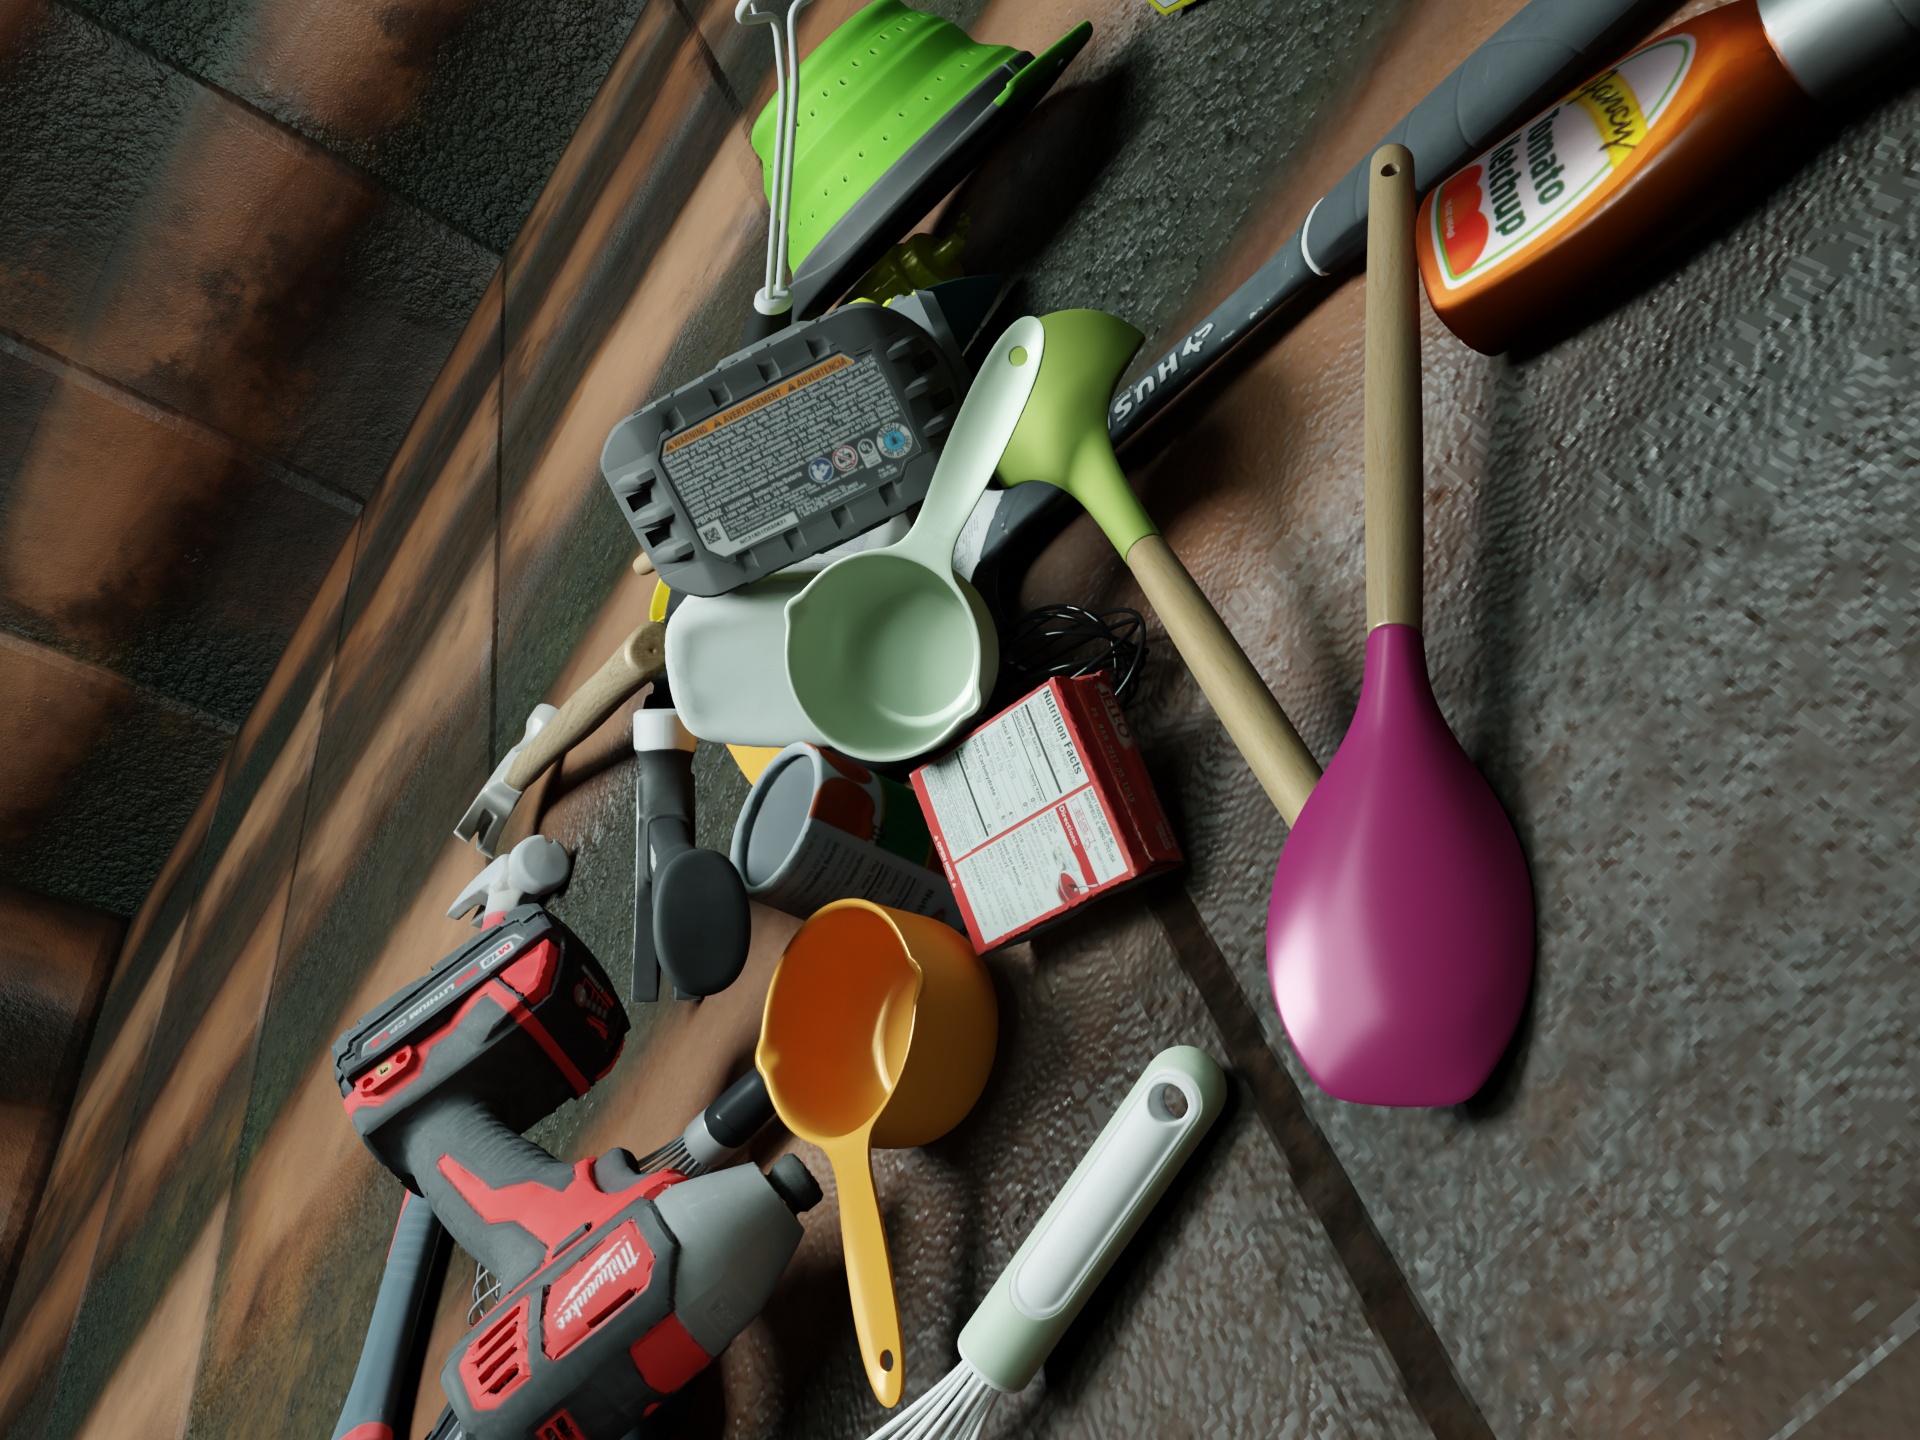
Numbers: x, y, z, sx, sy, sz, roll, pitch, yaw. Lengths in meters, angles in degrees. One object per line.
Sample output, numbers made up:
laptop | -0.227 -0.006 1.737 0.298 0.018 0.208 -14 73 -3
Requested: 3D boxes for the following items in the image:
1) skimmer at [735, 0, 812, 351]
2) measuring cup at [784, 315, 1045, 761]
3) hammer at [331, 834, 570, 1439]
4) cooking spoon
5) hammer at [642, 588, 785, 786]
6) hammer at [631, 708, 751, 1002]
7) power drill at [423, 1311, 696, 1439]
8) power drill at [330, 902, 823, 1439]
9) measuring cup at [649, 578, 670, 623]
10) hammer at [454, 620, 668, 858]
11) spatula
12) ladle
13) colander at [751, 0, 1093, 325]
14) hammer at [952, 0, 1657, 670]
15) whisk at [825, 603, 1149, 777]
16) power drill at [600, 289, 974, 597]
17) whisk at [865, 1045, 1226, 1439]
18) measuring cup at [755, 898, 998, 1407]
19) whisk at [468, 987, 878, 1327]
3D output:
skimmer | -0.061 -0.237 0.743 0.127 0.090 0.363 -44 -22 -39
measuring cup | -0.004 -0.064 0.576 0.167 0.083 0.038 -65 -17 9
hammer | -0.328 0.264 0.989 0.143 0.038 0.387 -34 40 45
cooking spoon | 0.126 -0.047 0.464 0.069 0.017 0.319 -3 62 21
hammer | -0.111 -0.011 0.818 0.337 0.034 0.127 -139 61 -63
hammer | -0.117 0.071 0.664 0.335 0.035 0.146 -174 84 -77
power drill | -0.146 0.347 0.580 0.188 0.080 0.227 -56 32 14
power drill | -0.153 0.173 0.624 0.143 0.078 0.220 -37 40 -14
measuring cup | -0.148 -0.110 1.008 0.156 0.029 0.062 -41 36 37
hammer | -0.252 0.006 1.017 0.331 0.031 0.130 -29 29 56
spatula | -0.098 -0.156 0.911 0.317 0.044 0.082 -24 3 40
ladle | 0.079 -0.035 0.525 0.078 0.062 0.321 -45 47 22
colander | -0.094 -0.292 0.928 0.397 0.094 0.205 -32 16 46
hammer | 0.123 -0.167 0.599 0.409 0.036 0.149 -38 38 38
whisk | -0.001 -0.001 0.661 0.239 0.055 0.055 -23 48 57
power drill | -0.076 -0.125 0.692 0.171 0.080 0.223 -25 15 4
whisk | 0.004 0.200 0.480 0.058 0.059 0.246 36 96 23
measuring cup | -0.020 0.149 0.565 0.095 0.052 0.174 -33 55 36
whisk | -0.126 0.200 0.694 0.284 0.070 0.070 -44 33 23
